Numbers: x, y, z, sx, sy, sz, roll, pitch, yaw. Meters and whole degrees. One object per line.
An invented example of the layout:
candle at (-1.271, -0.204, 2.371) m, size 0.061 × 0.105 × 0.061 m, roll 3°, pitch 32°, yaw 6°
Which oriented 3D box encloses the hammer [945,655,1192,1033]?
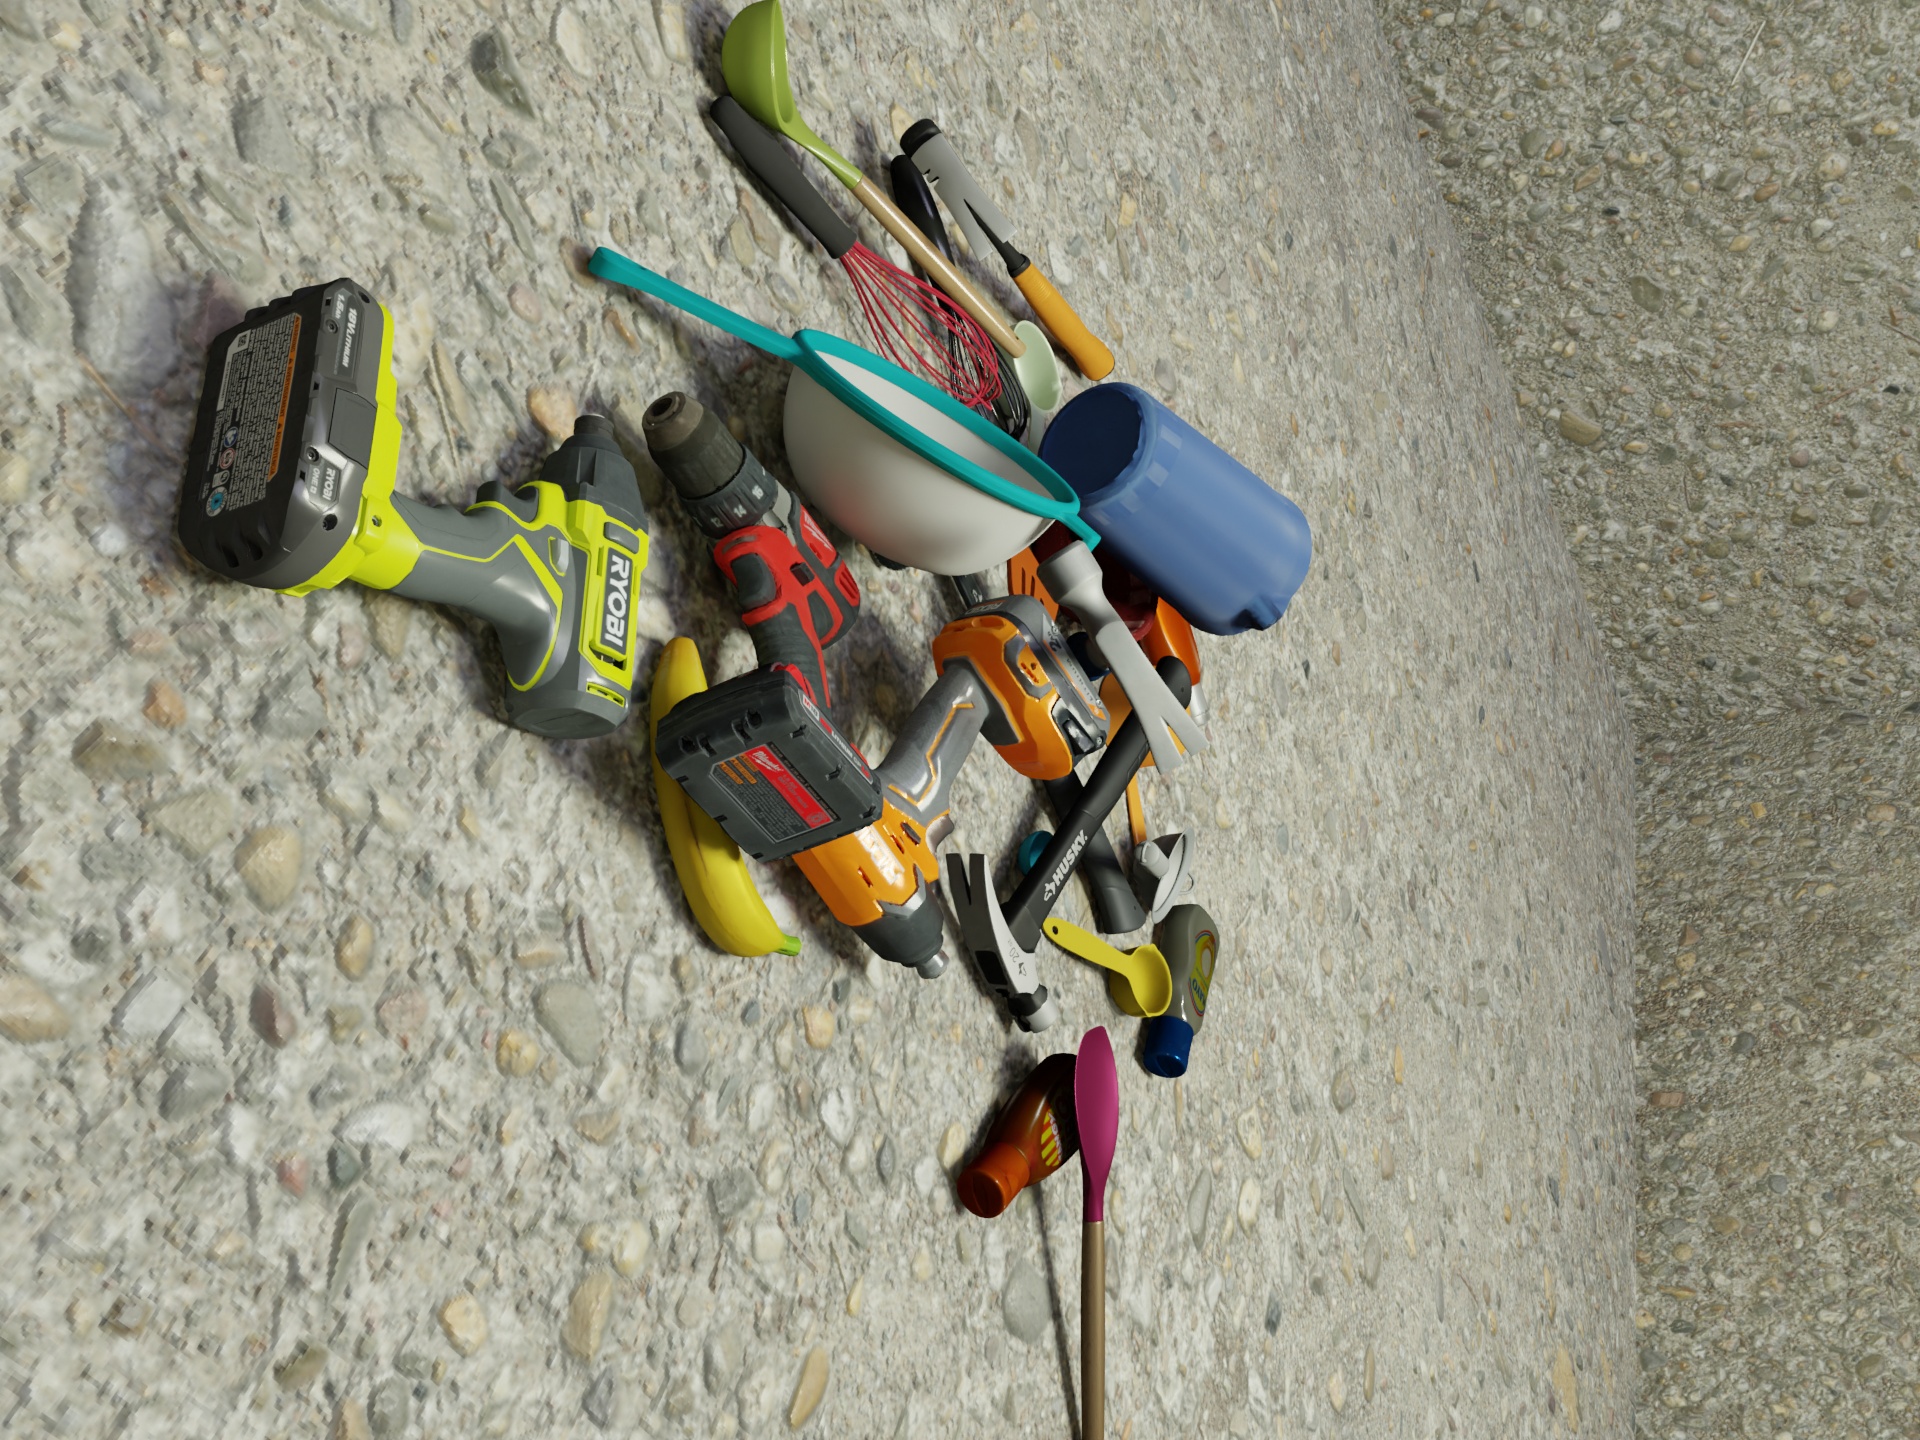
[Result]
hammer at (0.096, 0.062, 1.193) m, size 0.335 × 0.035 × 0.146 m, roll -53°, pitch 127°, yaw -38°

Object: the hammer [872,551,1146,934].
hammer at (0.056, -0.001, 1.215) m, size 0.408 × 0.036 × 0.149 m, roll 64°, pitch 33°, yaw -23°

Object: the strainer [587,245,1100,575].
strainer at (-0.087, -0.177, 0.990) m, size 0.340 × 0.095 × 0.211 m, roll 22°, pitch 20°, yaw -28°

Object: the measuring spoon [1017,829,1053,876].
measuring spoon at (0.042, 0.139, 1.168) m, size 0.042 × 0.021 × 0.129 m, roll 46°, pitch 52°, yaw -39°

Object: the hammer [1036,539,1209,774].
hammer at (0.100, -0.041, 1.109) m, size 0.144 × 0.035 × 0.405 m, roll 58°, pitch 2°, yaw 0°

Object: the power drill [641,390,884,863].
power drill at (-0.115, -0.058, 0.875) m, size 0.187 × 0.080 × 0.227 m, roll 54°, pitch 21°, yaw -44°

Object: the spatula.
spatula at (-0.002, -0.003, 1.088) m, size 0.081 × 0.041 × 0.323 m, roll 55°, pitch 52°, yaw -34°

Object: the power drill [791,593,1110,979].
power drill at (-0.007, 0.043, 1.001) m, size 0.226 × 0.084 × 0.164 m, roll -44°, pitch 112°, yaw -31°

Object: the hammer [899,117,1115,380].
hammer at (0.060, -0.350, 1.280) m, size 0.127 × 0.034 × 0.336 m, roll 59°, pitch 14°, yaw 24°

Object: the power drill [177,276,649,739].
power drill at (-0.237, -0.103, 0.749) m, size 0.223 × 0.080 × 0.171 m, roll 30°, pitch 55°, yaw -55°

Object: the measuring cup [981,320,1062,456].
measuring cup at (0.046, -0.240, 1.279) m, size 0.083 × 0.038 × 0.168 m, roll 26°, pitch 60°, yaw -52°

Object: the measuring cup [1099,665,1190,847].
measuring cup at (0.166, 0.037, 1.358) m, size 0.095 × 0.052 × 0.174 m, roll 11°, pitch 69°, yaw -56°

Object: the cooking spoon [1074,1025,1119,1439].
cooking spoon at (0.092, 0.373, 1.107) m, size 0.068 × 0.017 × 0.319 m, roll -1°, pitch 91°, yaw -60°

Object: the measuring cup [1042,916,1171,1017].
measuring cup at (0.109, 0.189, 1.252) m, size 0.156 × 0.029 × 0.062 m, roll 32°, pitch 53°, yaw -35°

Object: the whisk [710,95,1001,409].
whisk at (-0.069, -0.315, 1.105) m, size 0.295 × 0.073 × 0.073 m, roll 42°, pitch 46°, yaw -35°

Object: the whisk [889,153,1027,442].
whisk at (-0.005, -0.318, 1.220) m, size 0.055 × 0.055 × 0.239 m, roll -30°, pitch 100°, yaw -57°

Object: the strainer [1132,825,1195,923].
strainer at (0.155, 0.113, 1.261) m, size 0.258 × 0.050 × 0.087 m, roll 42°, pitch 70°, yaw -75°

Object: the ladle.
ladle at (-0.047, -0.367, 1.116) m, size 0.319 × 0.062 × 0.078 m, roll 39°, pitch 36°, yaw -35°
